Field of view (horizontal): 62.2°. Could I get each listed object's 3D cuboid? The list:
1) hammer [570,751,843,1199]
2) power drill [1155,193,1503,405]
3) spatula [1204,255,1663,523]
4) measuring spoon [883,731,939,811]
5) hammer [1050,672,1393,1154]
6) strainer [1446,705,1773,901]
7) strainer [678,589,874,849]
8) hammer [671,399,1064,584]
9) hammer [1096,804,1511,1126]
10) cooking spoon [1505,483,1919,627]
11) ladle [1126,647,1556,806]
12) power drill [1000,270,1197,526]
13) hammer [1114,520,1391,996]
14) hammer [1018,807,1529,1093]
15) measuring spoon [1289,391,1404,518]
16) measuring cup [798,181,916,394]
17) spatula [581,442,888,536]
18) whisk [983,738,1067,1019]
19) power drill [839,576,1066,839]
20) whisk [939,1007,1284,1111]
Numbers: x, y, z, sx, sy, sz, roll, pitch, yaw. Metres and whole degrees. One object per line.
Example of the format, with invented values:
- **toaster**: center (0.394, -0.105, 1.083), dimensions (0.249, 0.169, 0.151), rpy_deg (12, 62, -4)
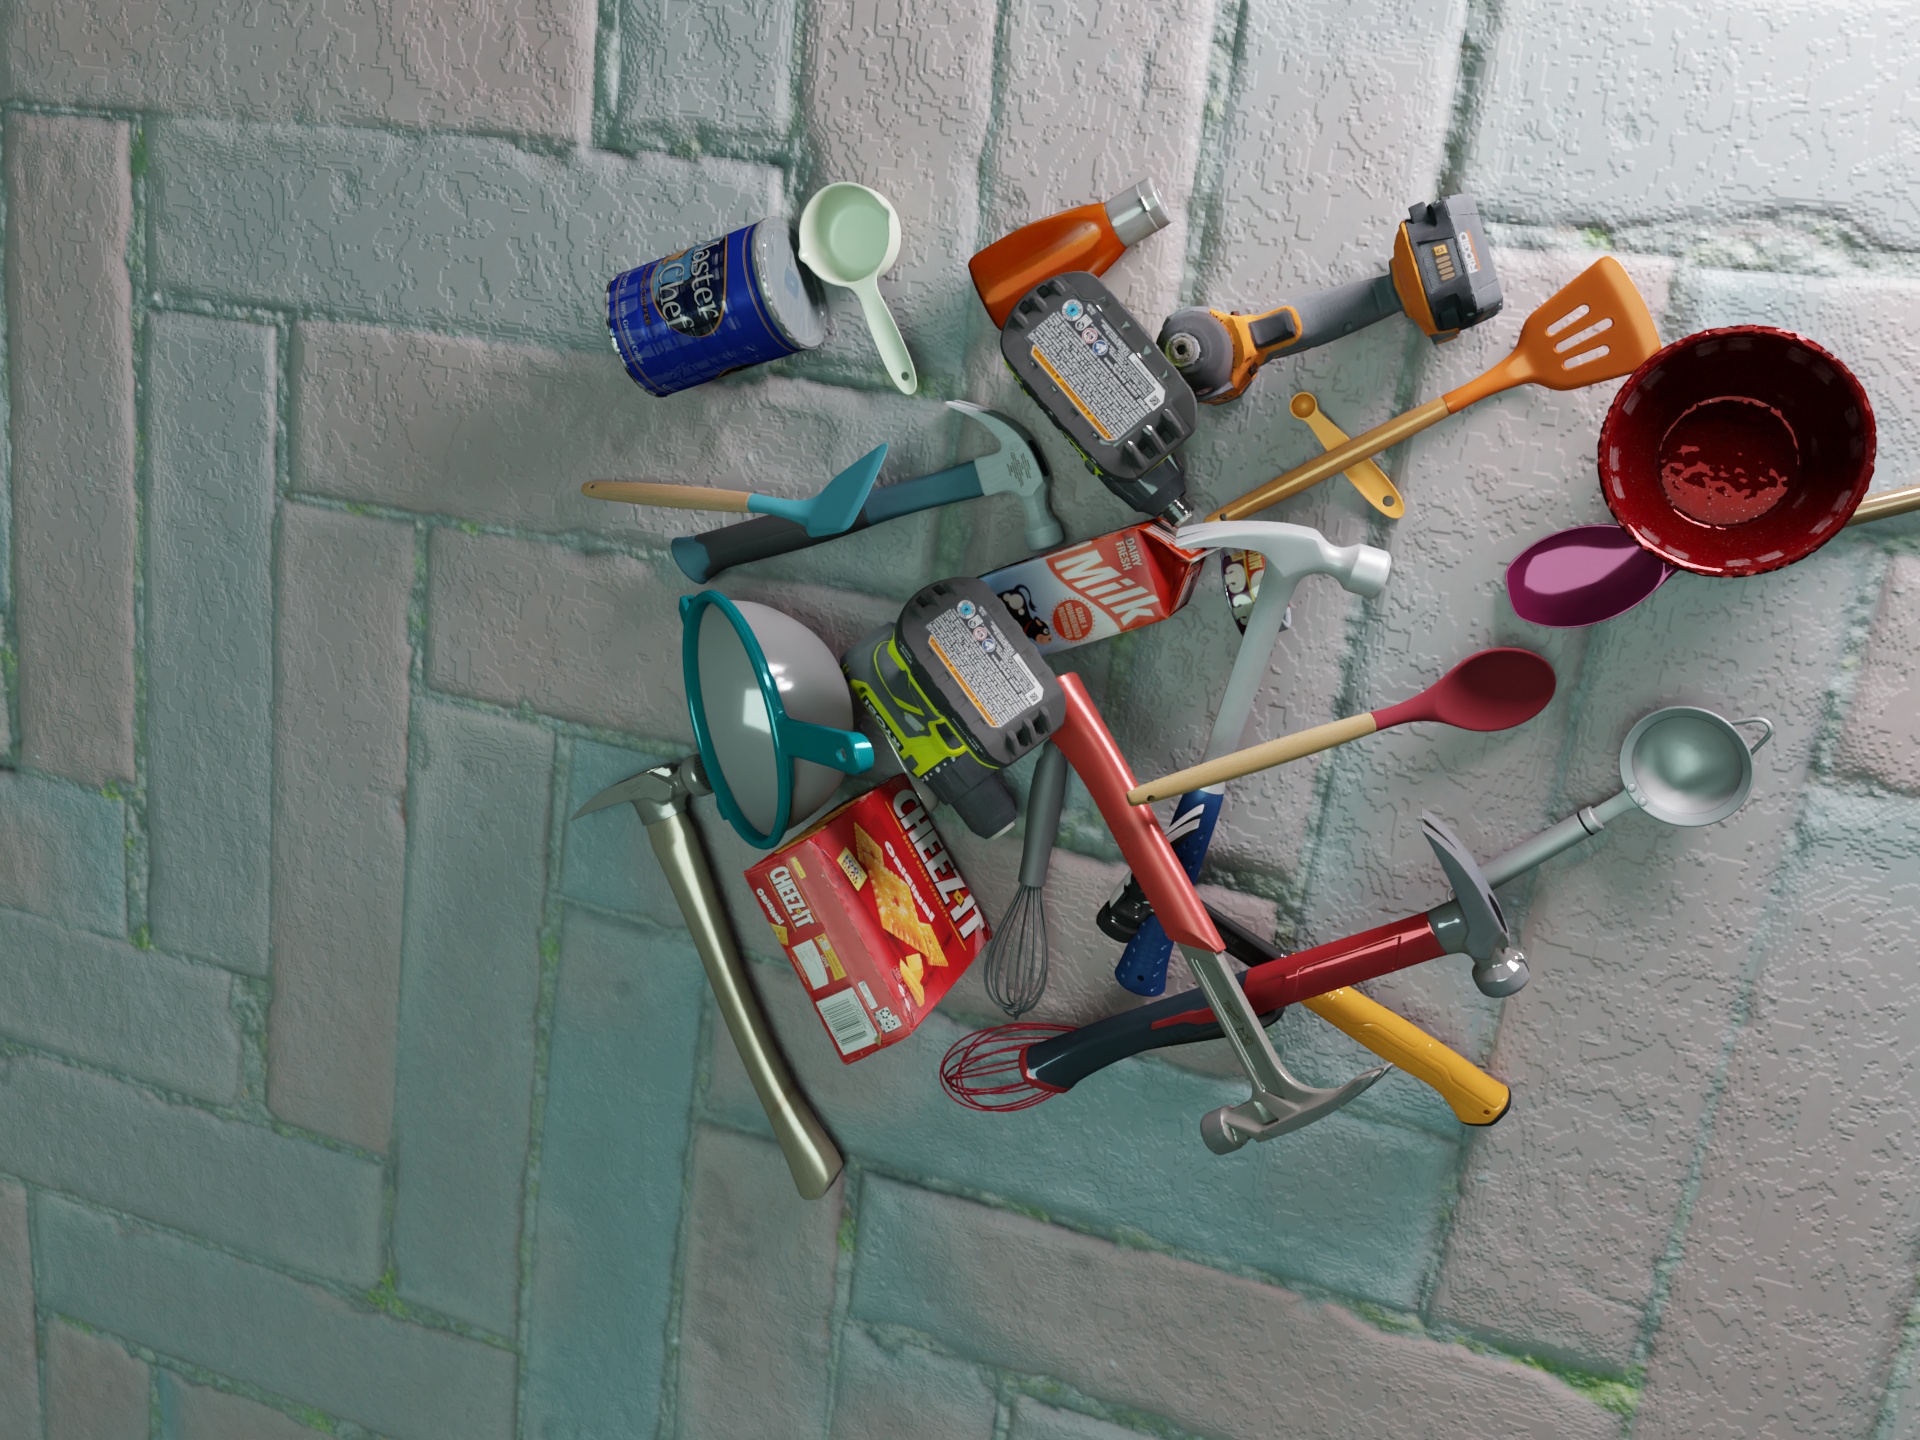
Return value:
- **hammer**: center (-0.212, 0.238, 1.417), dimensions (0.146, 0.038, 0.410), rpy_deg (-19, 96, 24)
- **power drill**: center (0.239, -0.271, 1.063), dimensions (0.226, 0.164, 0.084), rpy_deg (-16, 94, 21)
- **spatula**: center (0.316, -0.209, 1.110), dimensions (0.322, 0.041, 0.081), rpy_deg (-26, 93, 20)
- **measuring spoon**: center (-0.049, 0.018, 1.312), dimensions (0.018, 0.034, 0.124), rpy_deg (-29, 87, 1)
- **hammer**: center (0.158, 0.122, 1.133), dimensions (0.149, 0.036, 0.359), rpy_deg (-36, 74, 35)
- **strainer**: center (0.455, 0.065, 1.131), dimensions (0.258, 0.050, 0.087), rpy_deg (-37, 82, 29)
- **strainer**: center (-0.115, -0.002, 1.224), dimensions (0.340, 0.095, 0.211), rpy_deg (12, 114, 61)
- **hammer**: center (-0.086, -0.165, 1.277), dimensions (0.331, 0.033, 0.128), rpy_deg (-12, 99, 22)
- **hammer**: center (0.273, 0.198, 1.195), dimensions (0.337, 0.034, 0.127), rpy_deg (33, 120, -2)
- **cooking spoon**: center (0.532, -0.124, 1.068), dimensions (0.319, 0.017, 0.069), rpy_deg (-13, 88, 23)
- **ladle**: center (0.268, 0.011, 1.126), dimensions (0.315, 0.031, 0.069), rpy_deg (-17, 120, -4)
- **power drill**: center (0.102, -0.212, 1.094), dimensions (0.080, 0.223, 0.171), rpy_deg (-40, 86, 6)
- **hammer**: center (0.181, 0.038, 1.182), dimensions (0.144, 0.035, 0.405), rpy_deg (17, 120, 4)
- **hammer**: center (0.203, 0.190, 1.170), dimensions (0.386, 0.038, 0.143), rpy_deg (-24, 107, 26)
- **measuring spoon**: center (0.281, -0.191, 1.151), dimensions (0.021, 0.011, 0.117), rpy_deg (-42, 90, 19)
- **measuring cup**: center (-0.065, -0.332, 1.229), dimensions (0.083, 0.038, 0.167), rpy_deg (-20, 97, 23)
- **spatula**: center (-0.191, -0.184, 1.278), dimensions (0.318, 0.044, 0.082), rpy_deg (8, 64, 31)
- **whisk**: center (0.059, 0.129, 1.290), dimensions (0.055, 0.055, 0.239), rpy_deg (13, 102, 17)
- **power drill**: center (-0.002, -0.004, 1.201), dimensions (0.080, 0.228, 0.190), rpy_deg (-35, 88, -18)
- **whisk**: center (0.118, 0.264, 1.293), dimensions (0.296, 0.073, 0.073), rpy_deg (-17, 96, 17)
